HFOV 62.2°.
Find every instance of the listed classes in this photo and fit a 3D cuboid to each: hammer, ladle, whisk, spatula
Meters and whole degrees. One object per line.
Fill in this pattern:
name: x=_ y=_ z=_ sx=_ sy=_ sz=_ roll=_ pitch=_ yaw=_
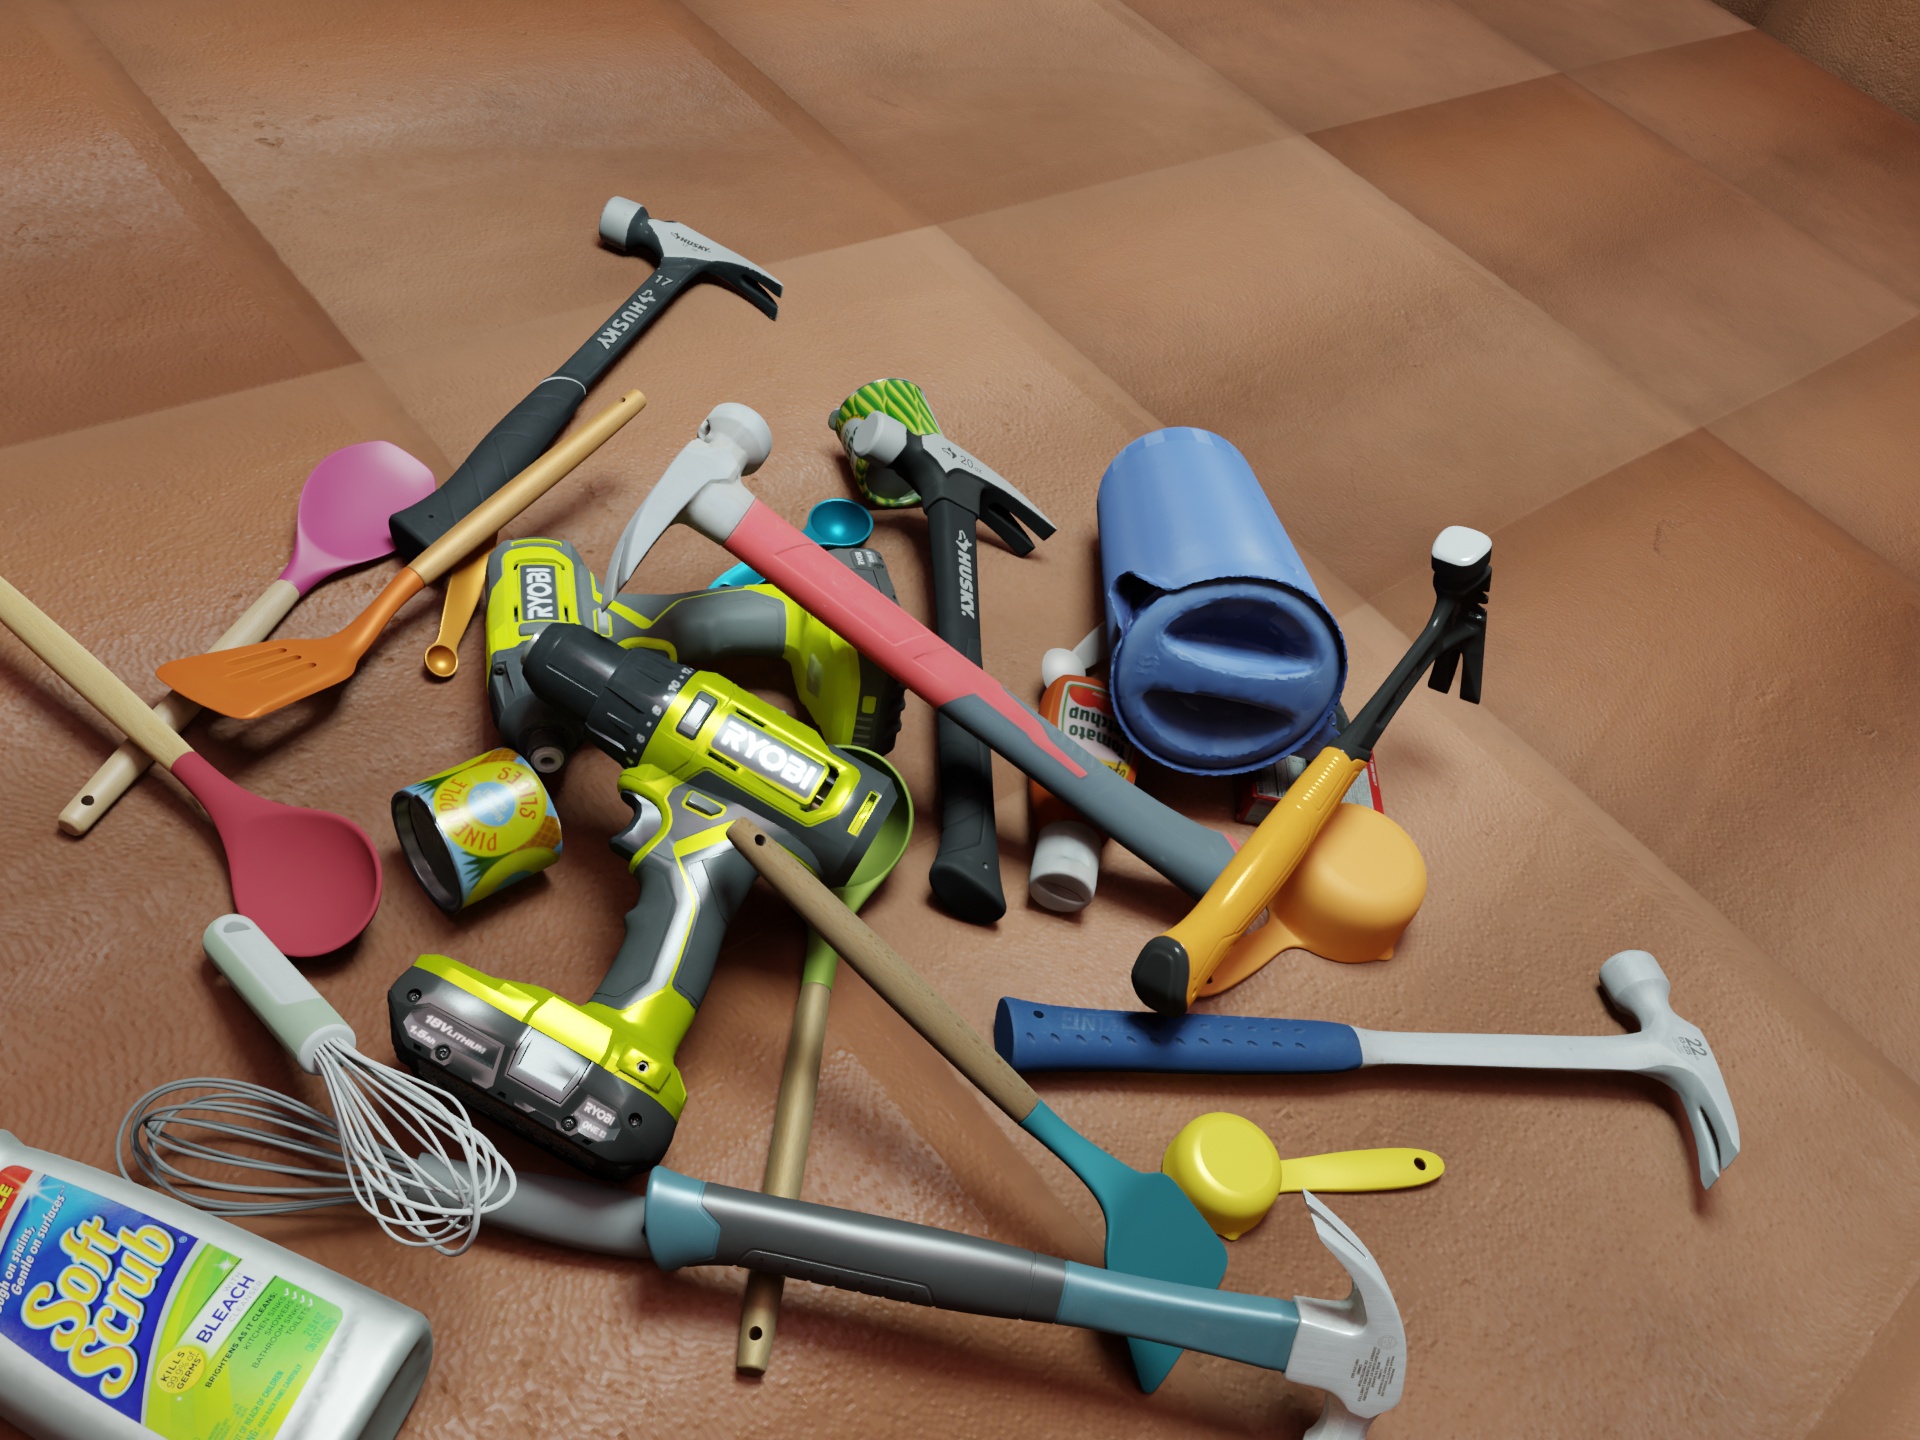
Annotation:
hammer: x=0.219 y=0.177 z=0.840 sx=0.405 sy=0.035 sz=0.144 roll=4 pitch=39 yaw=-13
hammer: x=0.200 y=0.038 z=0.871 sx=0.034 sy=0.127 sz=0.337 roll=24 pitch=56 yaw=33
ladle: x=-0.075 y=0.147 z=0.767 sx=0.078 sy=0.062 sz=0.320 roll=4 pitch=49 yaw=3
whisk: x=-0.232 y=0.199 z=0.676 sx=0.239 sy=0.055 sz=0.055 roll=15 pitch=46 yaw=-11
ladle: x=-0.401 y=0.005 z=0.781 sx=0.315 sy=0.031 sz=0.069 roll=39 pitch=74 yaw=9
spatula: x=-0.289 y=-0.101 z=0.886 sx=0.081 sy=0.041 sz=0.323 roll=21 pitch=54 yaw=29
spatula: x=0.006 y=0.162 z=0.719 sx=0.317 sy=0.044 sz=0.082 roll=45 pitch=53 yaw=-1
hammer: x=-0.001 y=-0.003 z=0.829 sx=0.386 sy=0.038 sz=0.143 roll=37 pitch=47 yaw=-13
whisk: x=-0.260 y=0.141 z=0.662 sx=0.057 sy=0.059 sz=0.247 roll=-6 pitch=25 yaw=-45
hammer: x=-0.251 y=-0.226 z=1.058 sx=0.149 sy=0.036 sz=0.409 roll=23 pitch=46 yaw=1
hammer: x=0.028 y=0.242 z=0.676 sx=0.331 sy=0.128 sz=0.033 roll=12 pitch=15 yaw=-3
hammer: x=0.004 y=-0.033 z=0.948 sx=0.146 sy=0.035 sz=0.335 roll=23 pitch=47 yaw=-33

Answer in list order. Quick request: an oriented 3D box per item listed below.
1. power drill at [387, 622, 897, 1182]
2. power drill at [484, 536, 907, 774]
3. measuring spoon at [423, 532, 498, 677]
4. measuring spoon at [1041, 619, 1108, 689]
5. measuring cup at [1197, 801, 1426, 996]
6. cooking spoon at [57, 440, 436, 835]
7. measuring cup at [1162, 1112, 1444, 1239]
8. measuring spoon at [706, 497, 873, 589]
power drill: x=-0.160 y=0.074 z=0.736 sx=0.190 sy=0.080 sz=0.229 roll=30 pitch=63 yaw=-2
power drill: x=-0.147 y=-0.034 z=0.883 sx=0.223 sy=0.080 sz=0.171 roll=-2 pitch=40 yaw=-16
measuring spoon: x=-0.285 y=-0.075 z=0.910 sx=0.021 sy=0.011 sz=0.117 roll=29 pitch=54 yaw=-34
measuring spoon: x=0.090 y=-0.048 z=1.009 sx=0.124 sy=0.018 sz=0.034 roll=-38 pitch=108 yaw=-47
measuring cup: x=0.193 y=0.103 z=0.894 sx=0.173 sy=0.052 sz=0.095 roll=-24 pitch=60 yaw=-36
cooking spoon: x=-0.384 y=-0.056 z=0.872 sx=0.068 sy=0.017 sz=0.319 roll=35 pitch=45 yaw=-13
measuring cup: x=0.178 y=0.222 z=0.798 sx=0.156 sy=0.029 sz=0.062 roll=1 pitch=49 yaw=-16
measuring spoon: x=-0.110 y=-0.101 z=1.011 sx=0.128 sy=0.021 sz=0.042 roll=-34 pitch=65 yaw=-28
